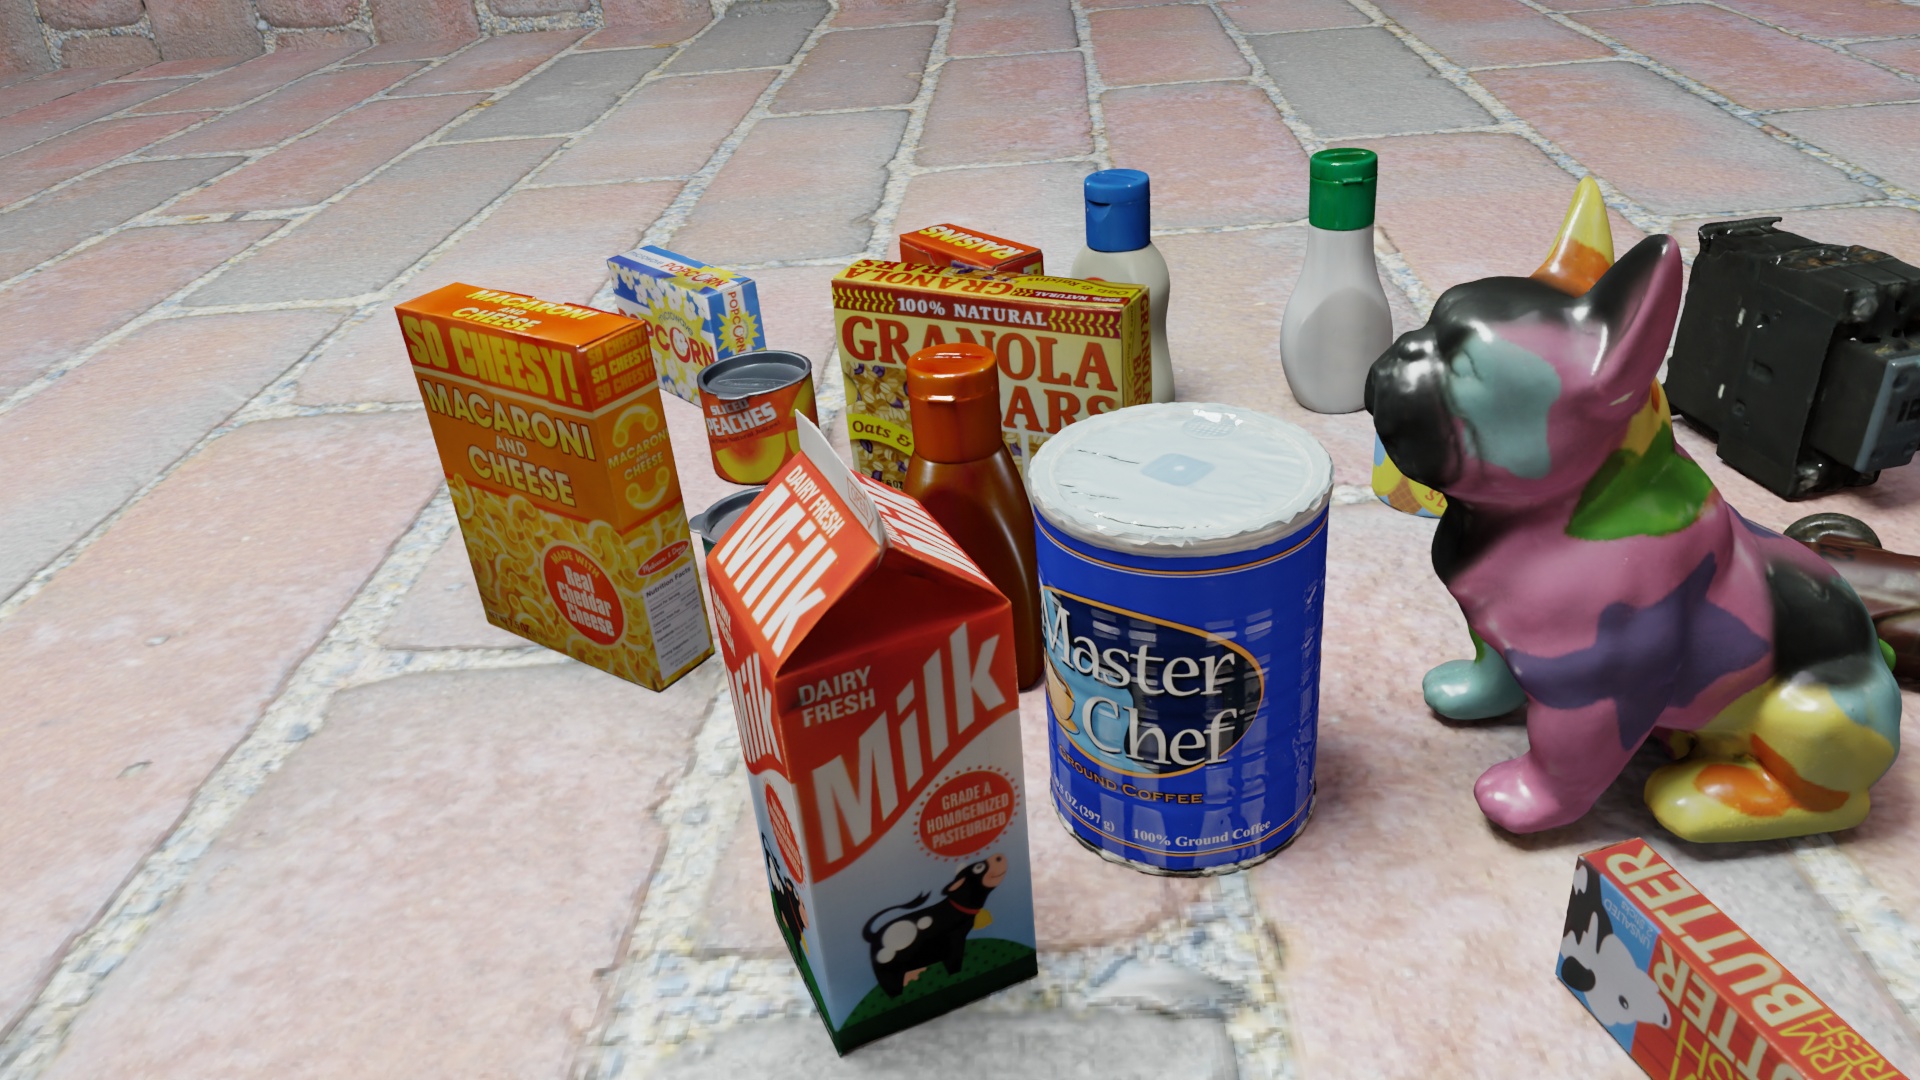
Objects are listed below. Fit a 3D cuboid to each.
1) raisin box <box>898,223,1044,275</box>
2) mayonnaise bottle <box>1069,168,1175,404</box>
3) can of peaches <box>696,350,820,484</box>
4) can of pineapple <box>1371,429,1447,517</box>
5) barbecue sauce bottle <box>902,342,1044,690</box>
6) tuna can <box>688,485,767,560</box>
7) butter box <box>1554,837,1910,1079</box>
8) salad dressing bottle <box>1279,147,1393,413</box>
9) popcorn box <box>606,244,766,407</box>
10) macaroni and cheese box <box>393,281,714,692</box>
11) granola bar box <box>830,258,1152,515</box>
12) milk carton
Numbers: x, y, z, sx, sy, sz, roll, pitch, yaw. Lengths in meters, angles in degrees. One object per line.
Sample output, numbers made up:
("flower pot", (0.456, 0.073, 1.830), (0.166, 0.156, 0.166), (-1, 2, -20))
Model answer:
("raisin box", (0.009, -0.110, 0.788), (0.040, 0.122, 0.086), (-24, 34, -30))
("mayonnaise bottle", (0.090, -0.135, 0.793), (0.065, 0.147, 0.041), (22, 39, 39))
("can of peaches", (-0.116, -0.071, 0.804), (0.071, 0.057, 0.071), (-4, 29, 2))
("can of pineapple", (0.246, -0.050, 0.710), (0.071, 0.057, 0.071), (-4, 29, 2))
("barbecue sauce bottle", (0.002, -0.007, 0.581), (0.065, 0.147, 0.044), (4, 30, 16))
("tuna can", (-0.099, 0.001, 0.699), (0.071, 0.032, 0.071), (-4, 29, 2))
("butter box", (0.212, 0.137, 0.389), (0.024, 0.053, 0.104), (-12, 30, -13))
("salad dressing bottle", (0.217, -0.148, 0.797), (0.064, 0.147, 0.044), (-5, 29, 1))
("popcorn box", (-0.177, -0.138, 0.906), (0.038, 0.084, 0.127), (-27, 36, -34))
("macaroni and cheese box", (-0.180, -0.026, 0.624), (0.124, 0.165, 0.040), (15, 35, 32))
("granola bar box", (0.016, -0.077, 0.728), (0.165, 0.123, 0.039), (10, 33, 26))
("milk carton", (-0.027, 0.057, 0.429), (0.073, 0.189, 0.072), (-16, 31, -19))
